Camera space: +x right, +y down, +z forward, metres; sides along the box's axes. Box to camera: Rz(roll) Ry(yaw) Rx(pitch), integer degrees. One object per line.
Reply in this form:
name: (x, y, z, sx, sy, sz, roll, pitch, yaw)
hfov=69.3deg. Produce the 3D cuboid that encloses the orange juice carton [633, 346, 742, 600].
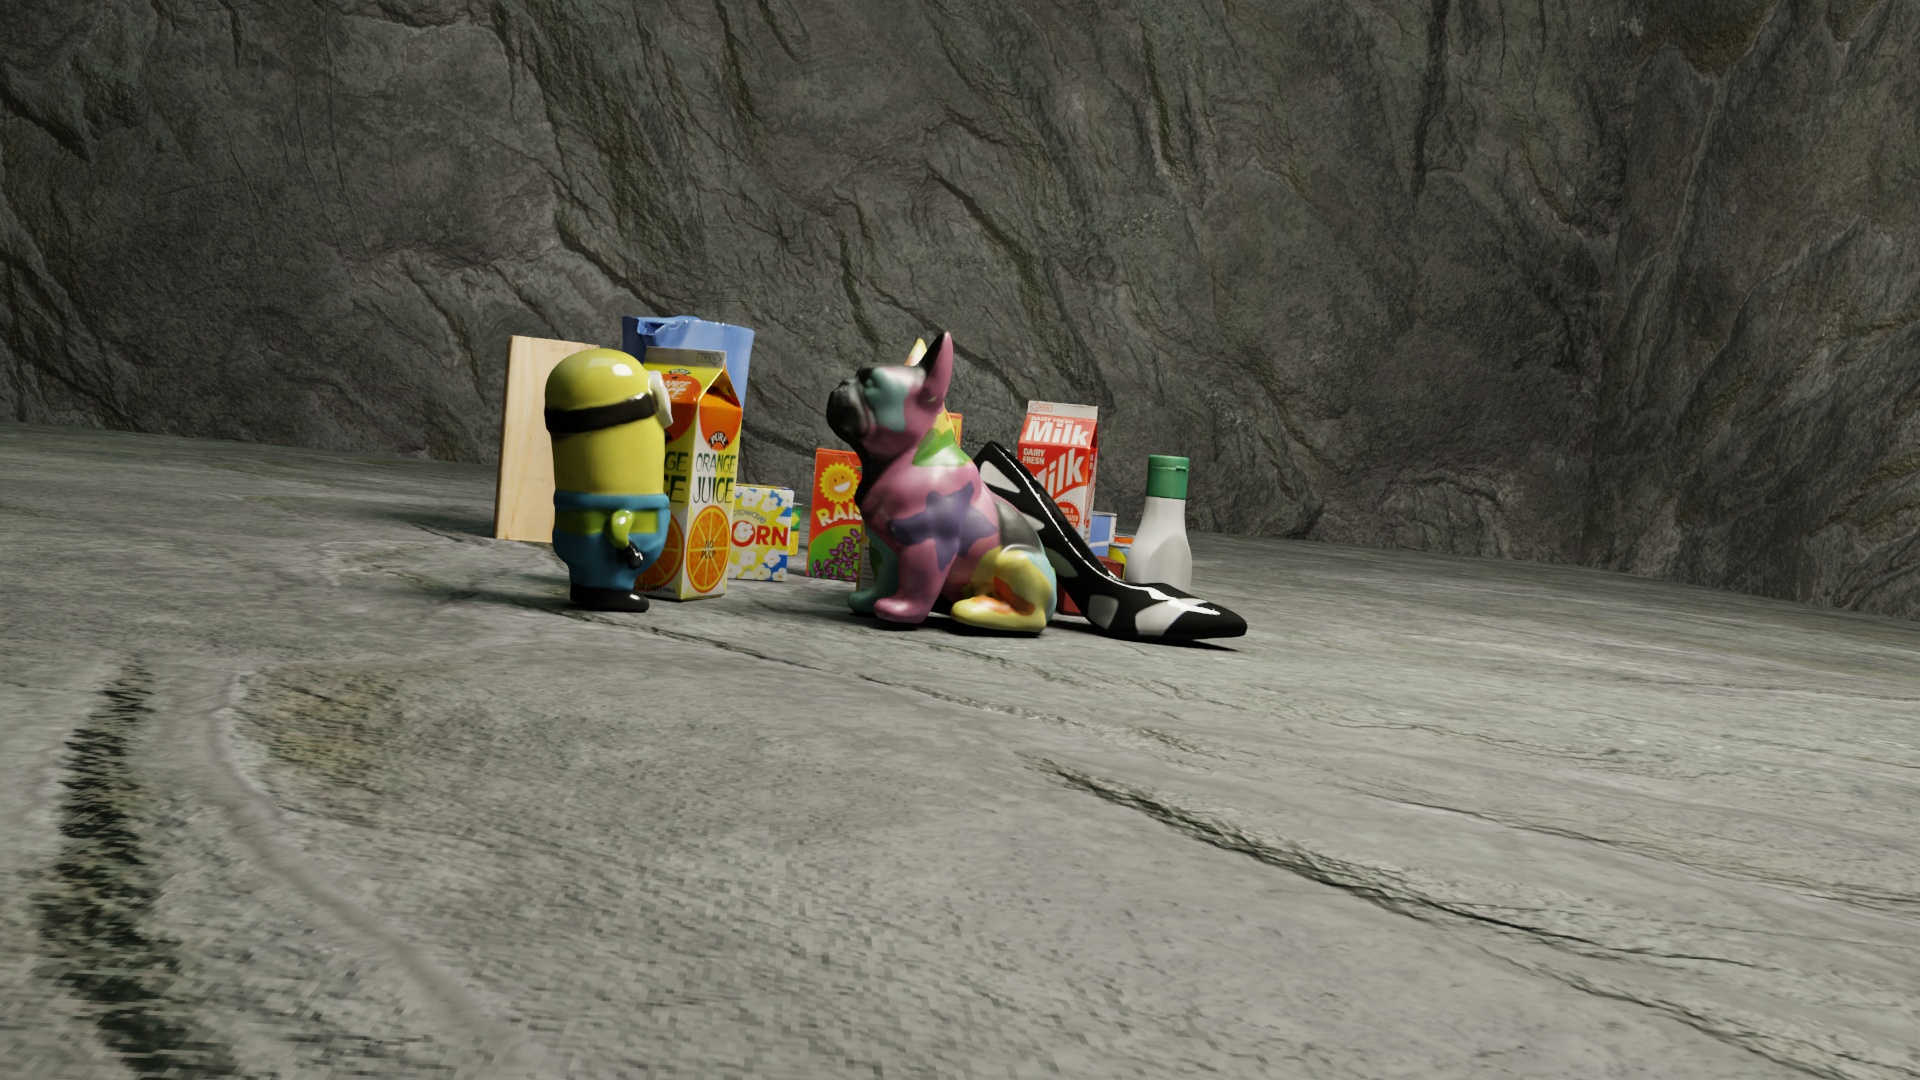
orange juice carton: (-0.222, -0.053, 1.078, 0.072, 0.192, 0.073, 7, 3, 18)

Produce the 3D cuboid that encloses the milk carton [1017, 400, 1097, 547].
milk carton: (0.093, -0.041, 1.373, 0.072, 0.190, 0.073, 6, 3, 11)

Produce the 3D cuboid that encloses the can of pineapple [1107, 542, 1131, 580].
can of pineapple: (0.177, 0.035, 1.371, 0.071, 0.058, 0.071, 6, 3, 0)

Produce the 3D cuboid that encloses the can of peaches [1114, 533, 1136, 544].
can of peaches: (0.167, 0.021, 1.567, 0.071, 0.058, 0.071, 6, 3, 0)

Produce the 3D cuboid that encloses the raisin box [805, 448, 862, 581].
raisin box: (-0.100, -0.023, 1.332, 0.086, 0.123, 0.040, 6, 3, 6)

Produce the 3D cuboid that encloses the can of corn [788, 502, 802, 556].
can of corn: (-0.213, -0.015, 1.544, 0.071, 0.058, 0.071, 6, 3, 0)

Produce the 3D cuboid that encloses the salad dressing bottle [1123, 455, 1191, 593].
salad dressing bottle: (0.182, -0.003, 1.258, 0.064, 0.147, 0.044, 4, 3, -31)

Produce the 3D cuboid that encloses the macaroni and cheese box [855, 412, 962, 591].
macaroni and cheese box: (-0.040, -0.028, 1.157, 0.040, 0.166, 0.124, 7, 3, 18)

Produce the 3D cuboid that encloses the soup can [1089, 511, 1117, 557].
soup can: (0.127, 0.010, 1.479, 0.071, 0.083, 0.071, 6, 3, 0)

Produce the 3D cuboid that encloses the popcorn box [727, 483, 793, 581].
popcorn box: (-0.217, -0.010, 1.246, 0.127, 0.085, 0.038, 4, 3, -21)
